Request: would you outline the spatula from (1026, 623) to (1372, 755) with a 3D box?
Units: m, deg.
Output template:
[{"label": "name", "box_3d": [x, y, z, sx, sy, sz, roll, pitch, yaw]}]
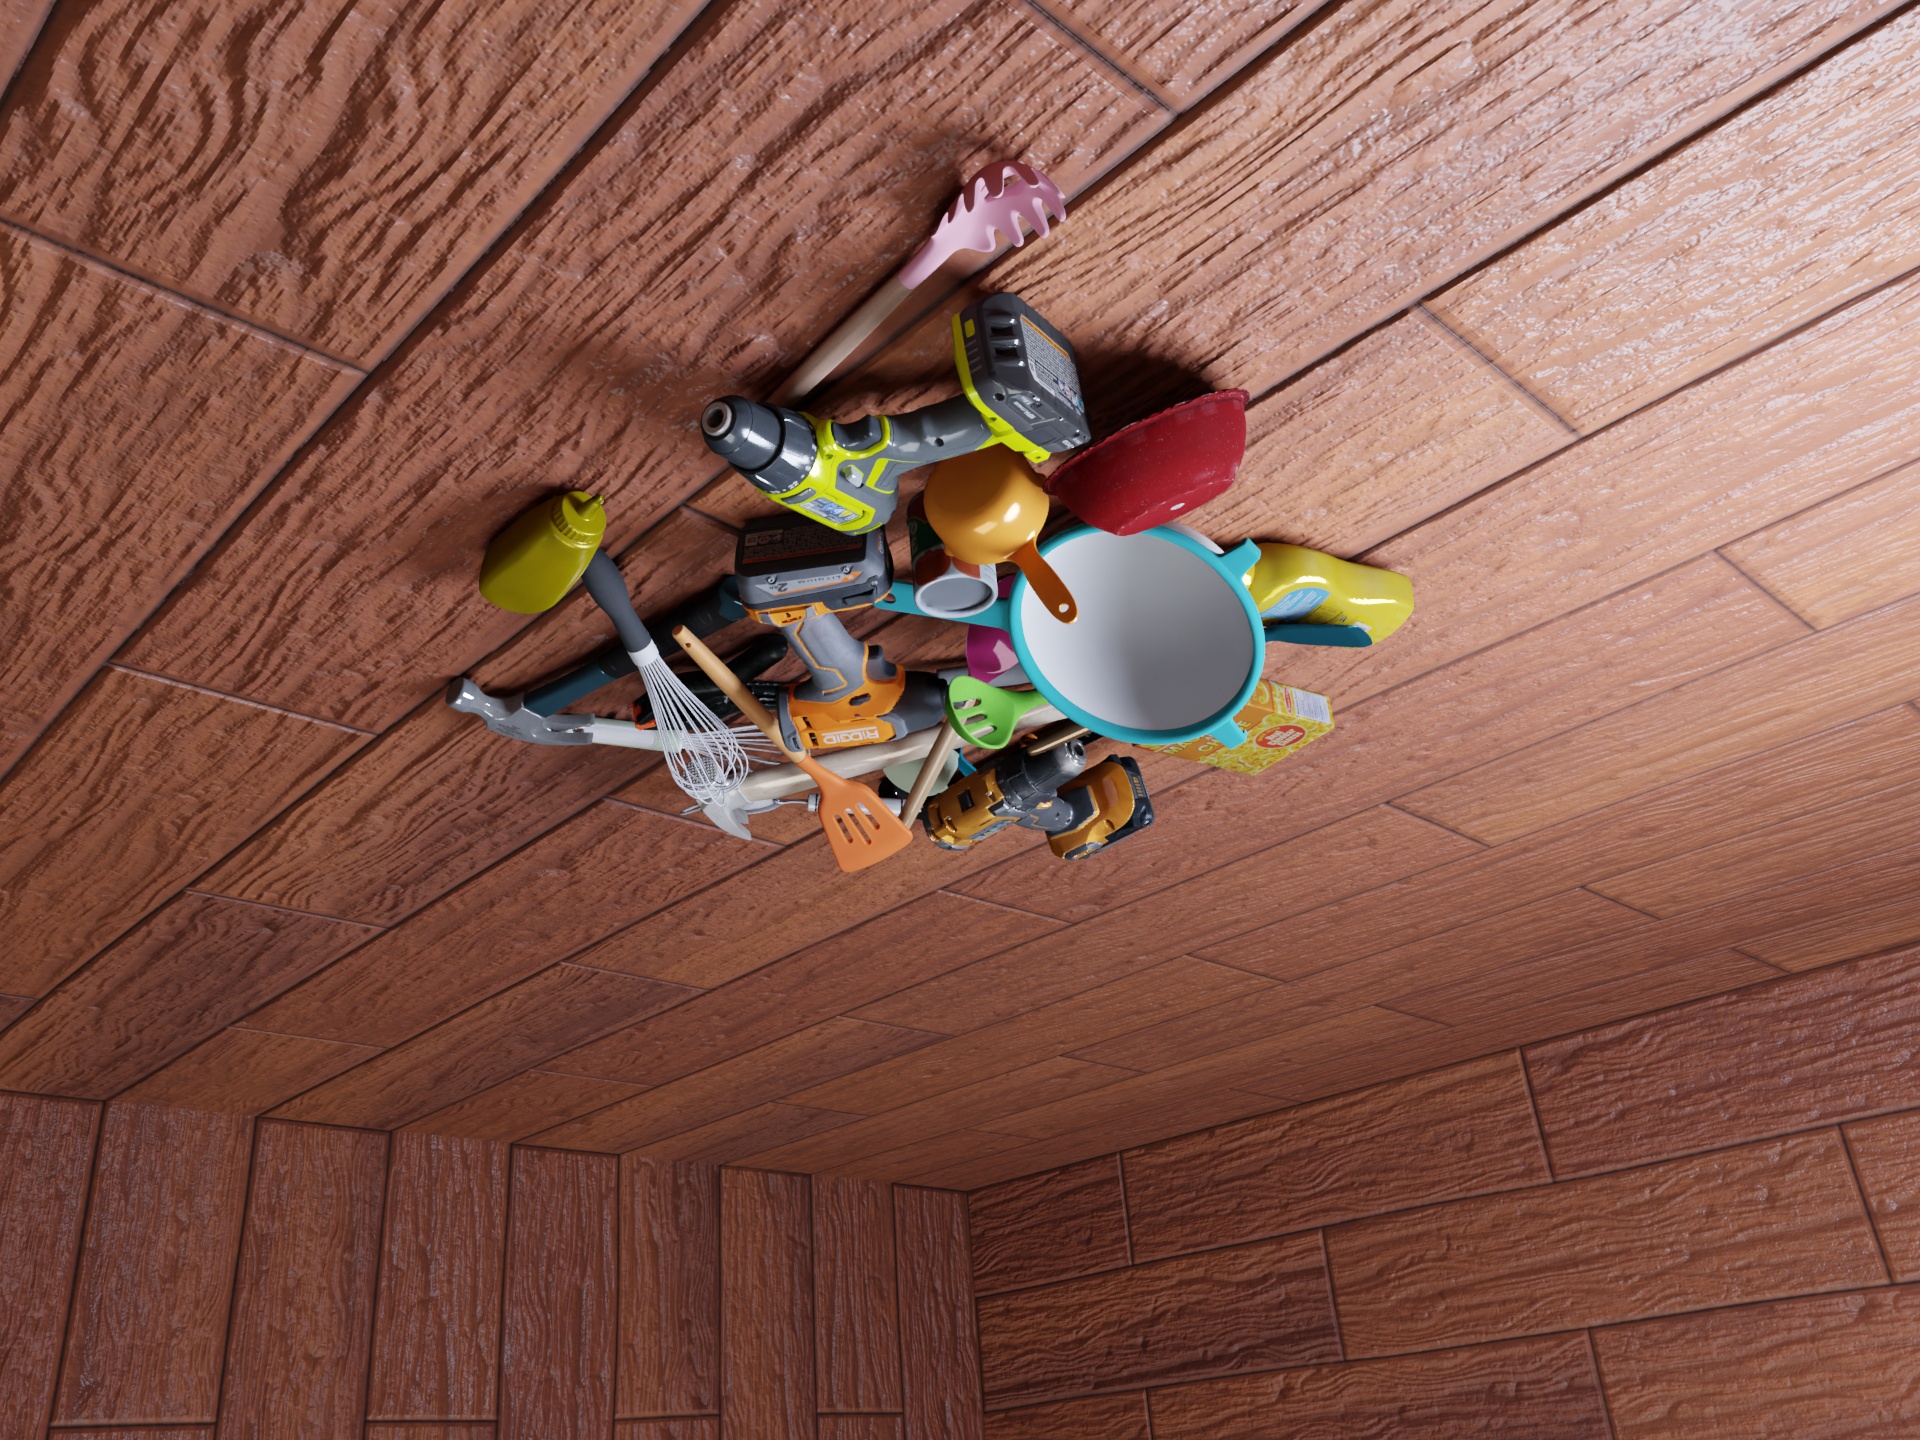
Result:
[{"label": "spatula", "box_3d": [0.202, -0.027, 1.400, 0.317, 0.044, 0.082, -25, 163, 18]}]

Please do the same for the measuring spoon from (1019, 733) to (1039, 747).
[{"label": "measuring spoon", "box_3d": [0.079, 0.014, 1.538, 0.021, 0.011, 0.117, -25, -179, -16]}]

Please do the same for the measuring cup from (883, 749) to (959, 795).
[{"label": "measuring cup", "box_3d": [-0.030, 0.076, 1.639, 0.083, 0.038, 0.167, 5, 138, 30]}]

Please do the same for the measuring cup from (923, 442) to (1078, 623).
[{"label": "measuring cup", "box_3d": [0.034, -0.137, 1.154, 0.095, 0.174, 0.052, -37, 142, 6]}]

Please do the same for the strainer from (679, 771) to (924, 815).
[{"label": "strainer", "box_3d": [-0.164, 0.083, 1.672, 0.258, 0.050, 0.087, 4, -168, -6]}]

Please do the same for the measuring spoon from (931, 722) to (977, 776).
[{"label": "measuring spoon", "box_3d": [0.010, 0.043, 1.626, 0.042, 0.021, 0.128, -11, 133, 43]}]

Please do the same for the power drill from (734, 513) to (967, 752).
[{"label": "power drill", "box_3d": [-0.087, -0.067, 1.311, 0.164, 0.084, 0.226, -7, 137, 6]}]

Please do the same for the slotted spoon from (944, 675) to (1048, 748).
[{"label": "slotted spoon", "box_3d": [0.093, -0.025, 1.410, 0.313, 0.070, 0.031, -13, 162, -46]}]

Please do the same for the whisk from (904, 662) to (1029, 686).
[{"label": "whisk", "box_3d": [-0.019, -0.038, 1.482, 0.239, 0.055, 0.055, -8, 154, -3]}]

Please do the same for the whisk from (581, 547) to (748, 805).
[{"label": "whisk", "box_3d": [-0.257, -0.036, 1.355, 0.070, 0.070, 0.284, -12, 129, 14]}]

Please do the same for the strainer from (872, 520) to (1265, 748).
[{"label": "strainer", "box_3d": [0.092, -0.101, 1.324, 0.340, 0.095, 0.210, 11, 129, 18]}]

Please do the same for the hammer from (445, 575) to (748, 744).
[{"label": "hammer", "box_3d": [-0.303, -0.053, 1.411, 0.331, 0.033, 0.128, -23, 143, 31]}]

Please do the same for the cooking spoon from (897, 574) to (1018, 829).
[{"label": "cooking spoon", "box_3d": [-0.002, -0.005, 1.452, 0.068, 0.017, 0.318, 11, 126, -23]}]

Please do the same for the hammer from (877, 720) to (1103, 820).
[{"label": "hammer", "box_3d": [0.077, 0.039, 1.658, 0.146, 0.035, 0.335, 21, 143, -40]}]

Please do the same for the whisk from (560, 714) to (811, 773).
[{"label": "whisk", "box_3d": [-0.266, 0.021, 1.556, 0.246, 0.057, 0.059, 7, -165, -14]}]

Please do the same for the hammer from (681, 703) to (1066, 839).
[{"label": "hammer", "box_3d": [-0.051, 0.029, 1.532, 0.410, 0.038, 0.146, -15, 154, 6]}]

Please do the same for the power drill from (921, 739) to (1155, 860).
[{"label": "power drill", "box_3d": [0.098, 0.073, 1.569, 0.185, 0.084, 0.226, -32, 153, 36]}]

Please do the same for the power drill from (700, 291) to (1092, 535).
[{"label": "power drill", "box_3d": [-0.045, -0.203, 1.079, 0.228, 0.080, 0.190, -17, 163, 25]}]

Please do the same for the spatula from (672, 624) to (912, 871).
[{"label": "spatula", "box_3d": [-0.157, 0.025, 1.430, 0.081, 0.041, 0.322, -27, 131, 15]}]

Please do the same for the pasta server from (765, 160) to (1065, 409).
[{"label": "pasta server", "box_3d": [-0.049, -0.264, 1.030, 0.060, 0.040, 0.316, 4, 155, -40]}]
